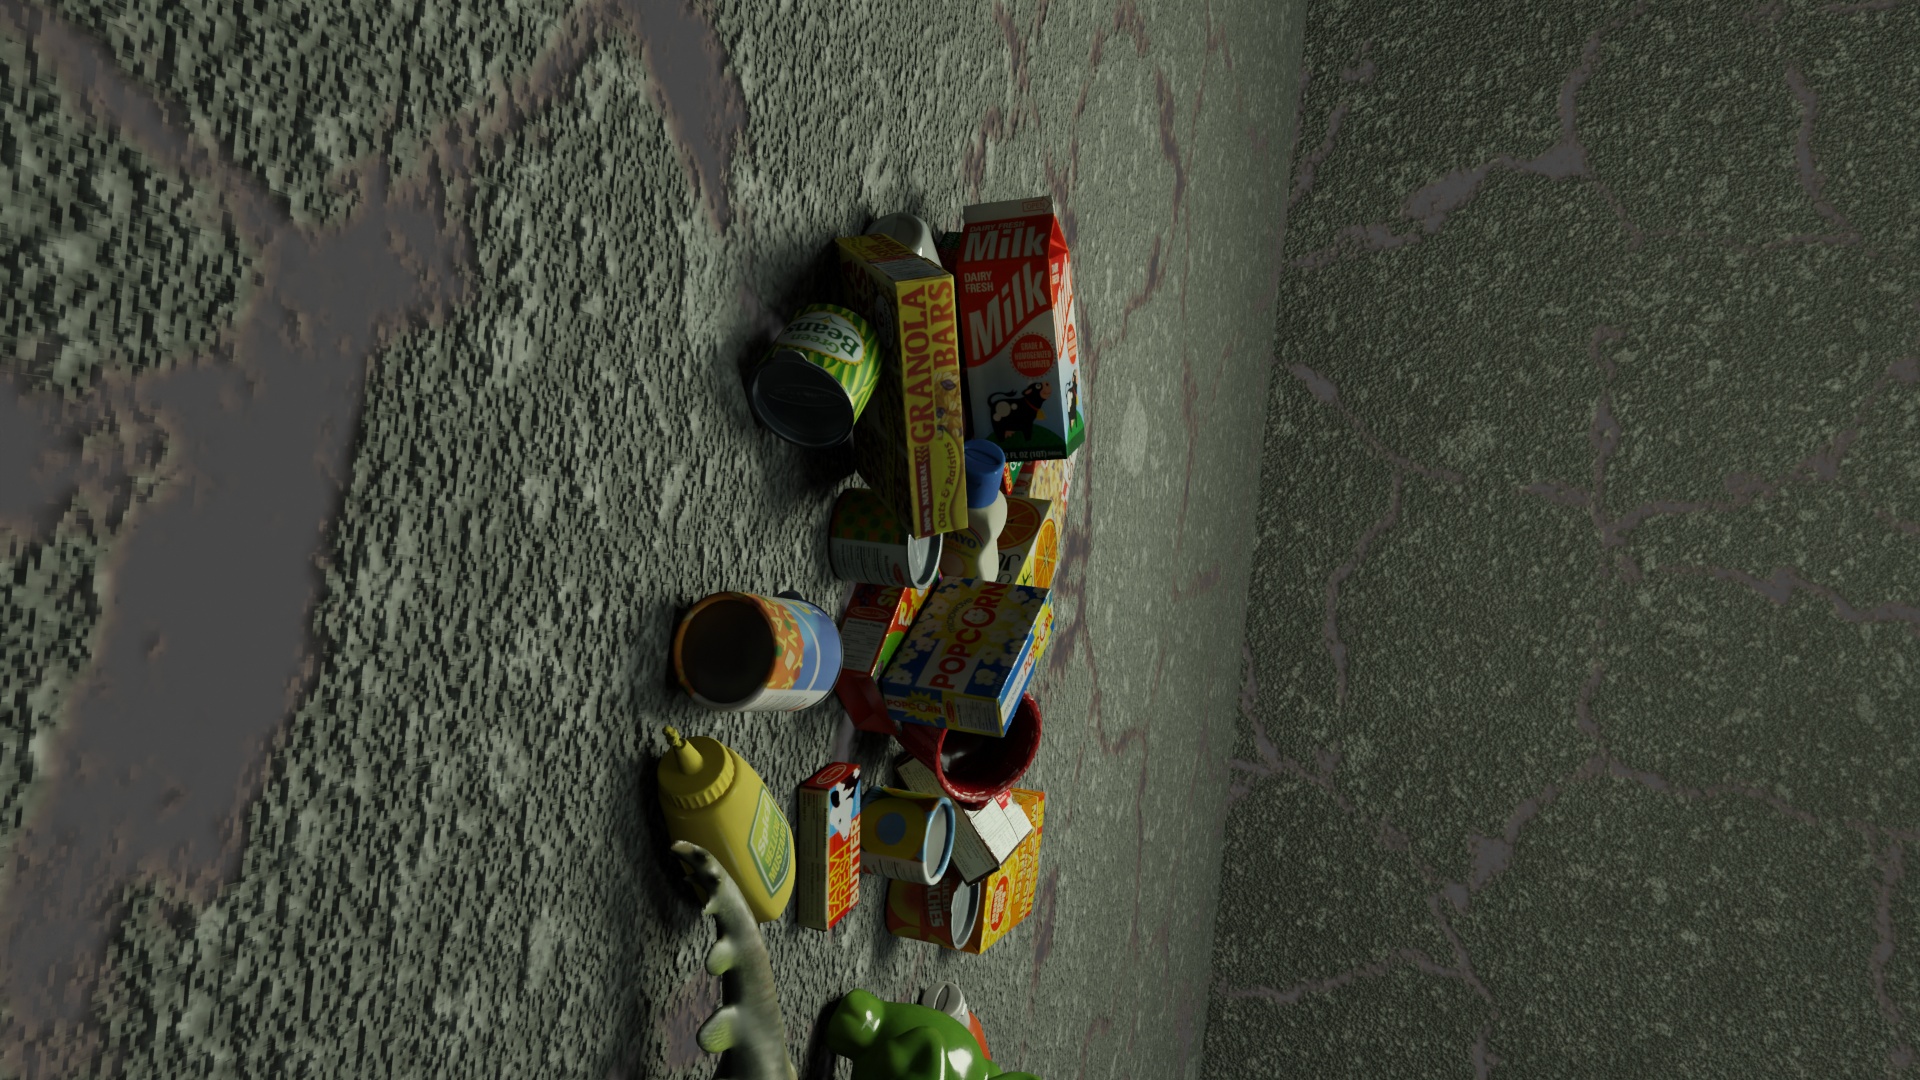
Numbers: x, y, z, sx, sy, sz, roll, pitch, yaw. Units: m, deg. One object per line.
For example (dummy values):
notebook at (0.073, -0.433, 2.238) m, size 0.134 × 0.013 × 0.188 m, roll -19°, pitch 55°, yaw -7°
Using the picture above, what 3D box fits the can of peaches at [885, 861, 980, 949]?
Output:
can of peaches at (-0.022, 0.288, 1.112) m, size 0.071 × 0.058 × 0.071 m, roll 5°, pitch 91°, yaw -70°

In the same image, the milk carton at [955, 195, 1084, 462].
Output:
milk carton at (0.045, -0.158, 1.041) m, size 0.074 × 0.072 × 0.190 m, roll -44°, pitch 129°, yaw -68°

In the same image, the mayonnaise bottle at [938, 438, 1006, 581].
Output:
mayonnaise bottle at (0.004, -0.013, 1.036) m, size 0.147 × 0.065 × 0.041 m, roll 102°, pitch 13°, yaw -49°

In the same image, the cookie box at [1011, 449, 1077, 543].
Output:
cookie box at (0.071, -0.061, 1.305) m, size 0.122 × 0.040 × 0.168 m, roll 51°, pitch 48°, yaw -63°

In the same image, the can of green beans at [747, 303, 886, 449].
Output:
can of green beans at (-0.083, -0.097, 0.815) m, size 0.058 × 0.071 × 0.071 m, roll -66°, pitch 154°, yaw -43°

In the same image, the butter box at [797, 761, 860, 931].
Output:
butter box at (-0.090, 0.208, 0.949) m, size 0.053 × 0.024 × 0.103 m, roll -26°, pitch 119°, yaw -67°

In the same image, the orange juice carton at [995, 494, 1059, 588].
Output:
orange juice carton at (0.020, 0.048, 1.140) m, size 0.194 × 0.073 × 0.071 m, roll -63°, pitch 153°, yaw -44°

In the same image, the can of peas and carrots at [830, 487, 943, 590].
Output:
can of peas and carrots at (-0.049, -0.003, 0.951) m, size 0.071 × 0.059 × 0.071 m, roll 4°, pitch 91°, yaw -71°

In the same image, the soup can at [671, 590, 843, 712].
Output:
soup can at (-0.113, 0.060, 0.778) m, size 0.084 × 0.071 × 0.071 m, roll 19°, pitch 77°, yaw -70°

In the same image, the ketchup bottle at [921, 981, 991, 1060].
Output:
ketchup bottle at (-0.004, 0.447, 1.233) m, size 0.065 × 0.043 × 0.148 m, roll -66°, pitch 154°, yaw -44°

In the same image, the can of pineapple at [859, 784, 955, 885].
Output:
can of pineapple at (-0.041, 0.218, 1.038) m, size 0.071 × 0.058 × 0.071 m, roll 4°, pitch 91°, yaw -71°

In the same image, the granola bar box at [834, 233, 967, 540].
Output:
granola bar box at (-0.038, -0.101, 0.882) m, size 0.124 × 0.039 × 0.164 m, roll -134°, pitch -144°, yaw -58°

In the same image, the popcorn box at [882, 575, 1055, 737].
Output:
popcorn box at (0.008, 0.079, 0.976) m, size 0.127 × 0.085 × 0.038 m, roll -59°, pitch 148°, yaw -50°

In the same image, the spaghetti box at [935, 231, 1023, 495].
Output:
spaghetti box at (0.015, -0.137, 1.142) m, size 0.248 × 0.029 × 0.050 m, roll 75°, pitch 28°, yaw -44°

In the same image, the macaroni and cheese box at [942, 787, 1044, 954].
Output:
macaroni and cheese box at (0.035, 0.306, 1.307) m, size 0.166 × 0.040 × 0.123 m, roll 6°, pitch 90°, yaw -71°

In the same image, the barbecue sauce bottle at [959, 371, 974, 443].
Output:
barbecue sauce bottle at (-0.014, -0.087, 1.050) m, size 0.149 × 0.044 × 0.064 m, roll -52°, pitch 150°, yaw -58°

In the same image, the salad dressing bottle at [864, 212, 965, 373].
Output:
salad dressing bottle at (-0.029, -0.167, 0.986) m, size 0.147 × 0.044 × 0.064 m, roll 66°, pitch 29°, yaw -58°

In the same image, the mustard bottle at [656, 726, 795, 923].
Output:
mustard bottle at (-0.133, 0.152, 0.766) m, size 0.159 × 0.049 × 0.066 m, roll 75°, pitch 17°, yaw -46°

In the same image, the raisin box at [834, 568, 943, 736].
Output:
raisin box at (-0.051, 0.065, 0.997) m, size 0.085 × 0.040 × 0.124 m, roll 70°, pitch 33°, yaw -50°
